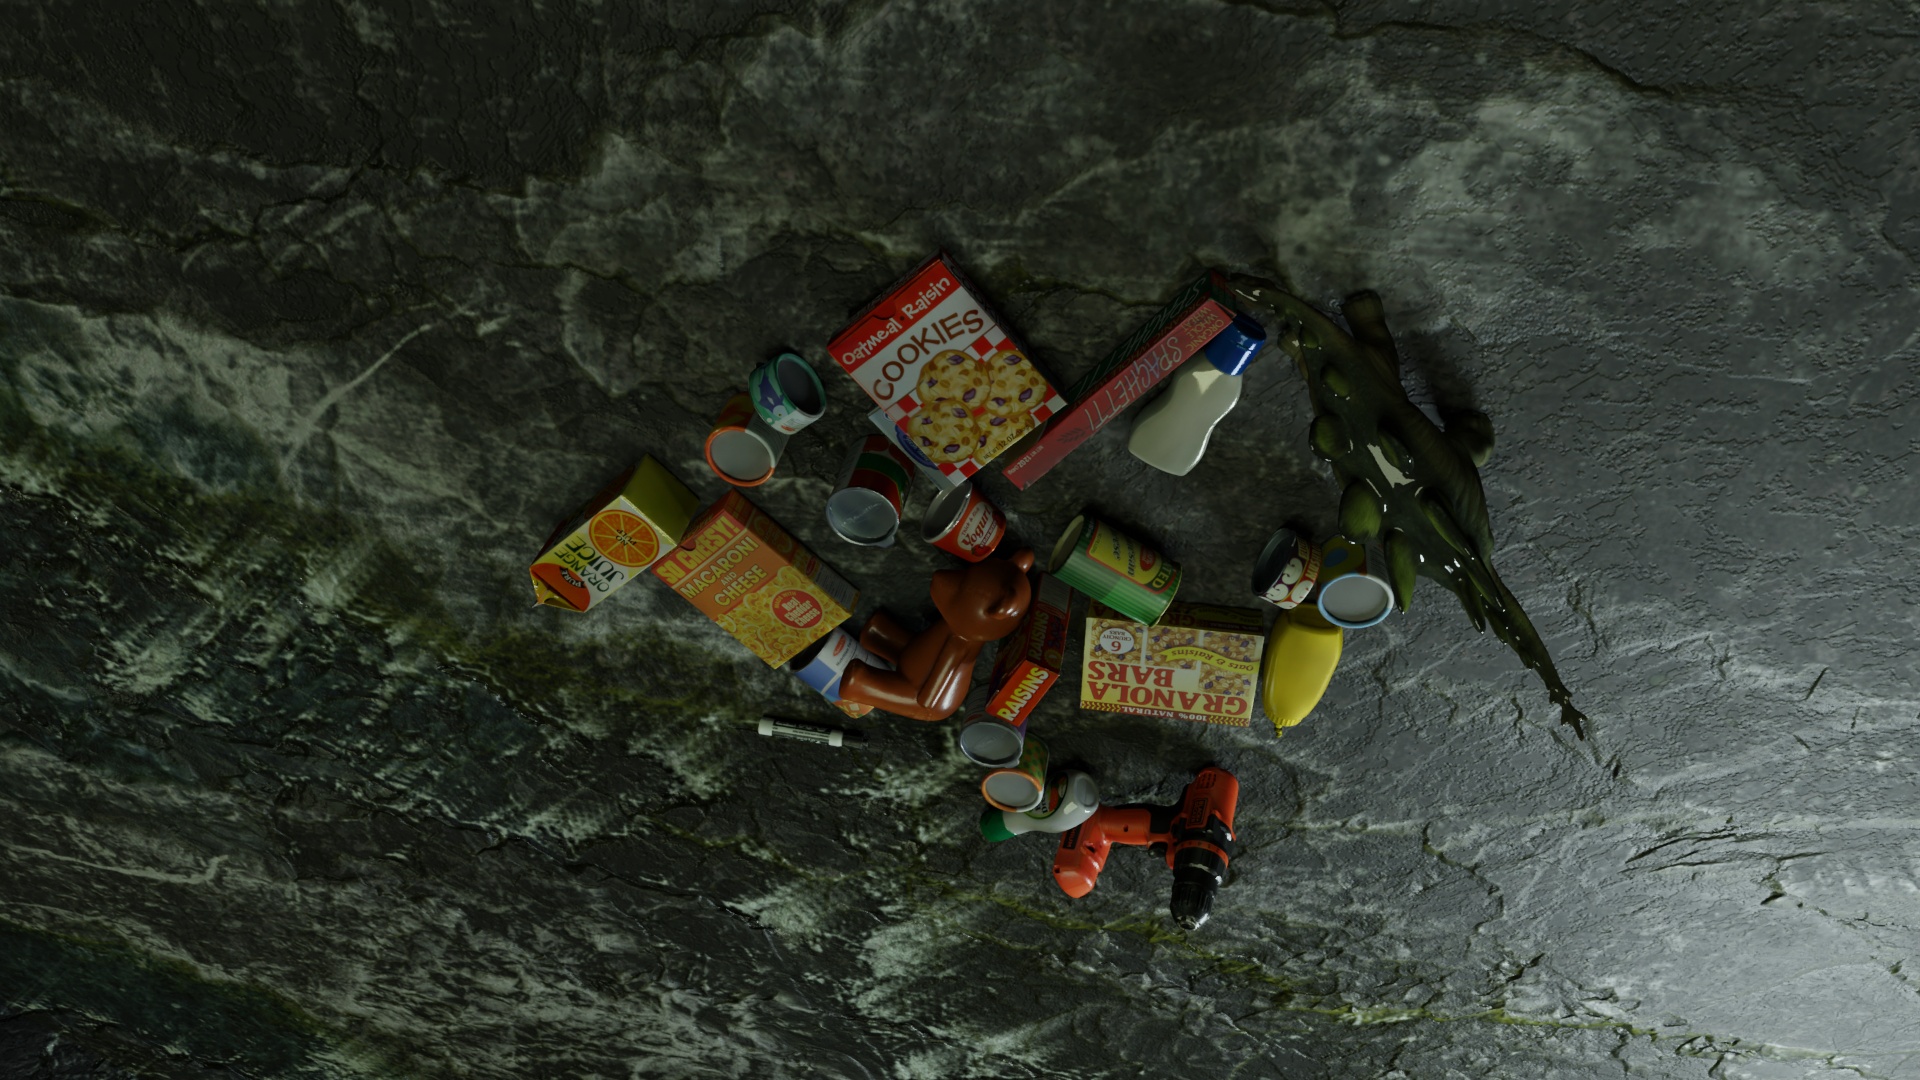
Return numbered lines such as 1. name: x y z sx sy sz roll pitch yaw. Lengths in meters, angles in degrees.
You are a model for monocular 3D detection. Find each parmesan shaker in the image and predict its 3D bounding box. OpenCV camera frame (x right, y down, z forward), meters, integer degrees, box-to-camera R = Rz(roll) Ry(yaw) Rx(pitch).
1. parmesan shaker: 0.140 0.028 1.264 0.103 0.072 0.071 28 129 -10

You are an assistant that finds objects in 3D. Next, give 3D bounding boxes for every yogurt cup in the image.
1. yogurt cup: 0.005 -0.016 1.265 0.054 0.073 0.072 34 128 -25

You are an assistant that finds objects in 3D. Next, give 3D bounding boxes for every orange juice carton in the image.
1. orange juice carton: -0.348 0.003 1.352 0.192 0.072 0.073 -32 115 31

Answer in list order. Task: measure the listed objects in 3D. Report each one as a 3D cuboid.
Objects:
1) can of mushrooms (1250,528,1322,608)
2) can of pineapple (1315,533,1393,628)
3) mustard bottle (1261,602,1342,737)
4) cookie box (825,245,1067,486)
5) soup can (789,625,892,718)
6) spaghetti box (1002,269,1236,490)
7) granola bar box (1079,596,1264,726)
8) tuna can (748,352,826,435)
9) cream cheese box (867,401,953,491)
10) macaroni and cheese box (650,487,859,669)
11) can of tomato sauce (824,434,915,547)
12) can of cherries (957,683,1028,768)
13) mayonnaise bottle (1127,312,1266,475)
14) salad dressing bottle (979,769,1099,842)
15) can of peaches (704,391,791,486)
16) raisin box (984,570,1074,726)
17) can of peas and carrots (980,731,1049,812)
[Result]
1. can of mushrooms: 0.290 0.024 1.231 0.033 0.071 0.070 25 129 -9
2. can of pineapple: 0.347 0.036 1.234 0.071 0.058 0.070 6 130 8
3. mustard bottle: 0.317 0.130 1.322 0.065 0.049 0.159 11 130 4
4. cookie box: -0.010 -0.143 1.162 0.122 0.040 0.167 -36 114 17
5. soup can: -0.122 0.131 1.410 0.083 0.072 0.071 41 125 -21
6. spaghetti box: 0.128 -0.130 1.154 0.028 0.050 0.249 37 126 -19
7. granola bar box: 0.202 0.116 1.343 0.165 0.039 0.123 6 129 8
8. tuna can: -0.151 -0.130 1.207 0.032 0.071 0.071 -28 118 29
9. cream cheese box: -0.029 -0.094 1.234 0.053 0.024 0.103 -31 116 30
10. macaroni and cheese box: -0.202 0.041 1.371 0.166 0.040 0.123 41 124 -20
11. can of tomato sauce: -0.078 -0.044 1.246 0.071 0.083 0.070 6 129 8
12. can of cherries: 0.036 0.191 1.428 0.071 0.059 0.071 6 129 7
13. mayonnaise bottle: 0.199 -0.122 1.151 0.065 0.041 0.147 25 128 -10
14. salad dressing bottle: 0.083 0.291 1.499 0.044 0.064 0.147 35 136 -27
15. can of peaches: -0.193 -0.090 1.252 0.071 0.058 0.070 6 129 7
16. raisin box: 0.065 0.101 1.306 0.040 0.124 0.085 26 130 -10
17. can of peas and carrots: 0.056 0.242 1.464 0.071 0.059 0.070 6 129 7
